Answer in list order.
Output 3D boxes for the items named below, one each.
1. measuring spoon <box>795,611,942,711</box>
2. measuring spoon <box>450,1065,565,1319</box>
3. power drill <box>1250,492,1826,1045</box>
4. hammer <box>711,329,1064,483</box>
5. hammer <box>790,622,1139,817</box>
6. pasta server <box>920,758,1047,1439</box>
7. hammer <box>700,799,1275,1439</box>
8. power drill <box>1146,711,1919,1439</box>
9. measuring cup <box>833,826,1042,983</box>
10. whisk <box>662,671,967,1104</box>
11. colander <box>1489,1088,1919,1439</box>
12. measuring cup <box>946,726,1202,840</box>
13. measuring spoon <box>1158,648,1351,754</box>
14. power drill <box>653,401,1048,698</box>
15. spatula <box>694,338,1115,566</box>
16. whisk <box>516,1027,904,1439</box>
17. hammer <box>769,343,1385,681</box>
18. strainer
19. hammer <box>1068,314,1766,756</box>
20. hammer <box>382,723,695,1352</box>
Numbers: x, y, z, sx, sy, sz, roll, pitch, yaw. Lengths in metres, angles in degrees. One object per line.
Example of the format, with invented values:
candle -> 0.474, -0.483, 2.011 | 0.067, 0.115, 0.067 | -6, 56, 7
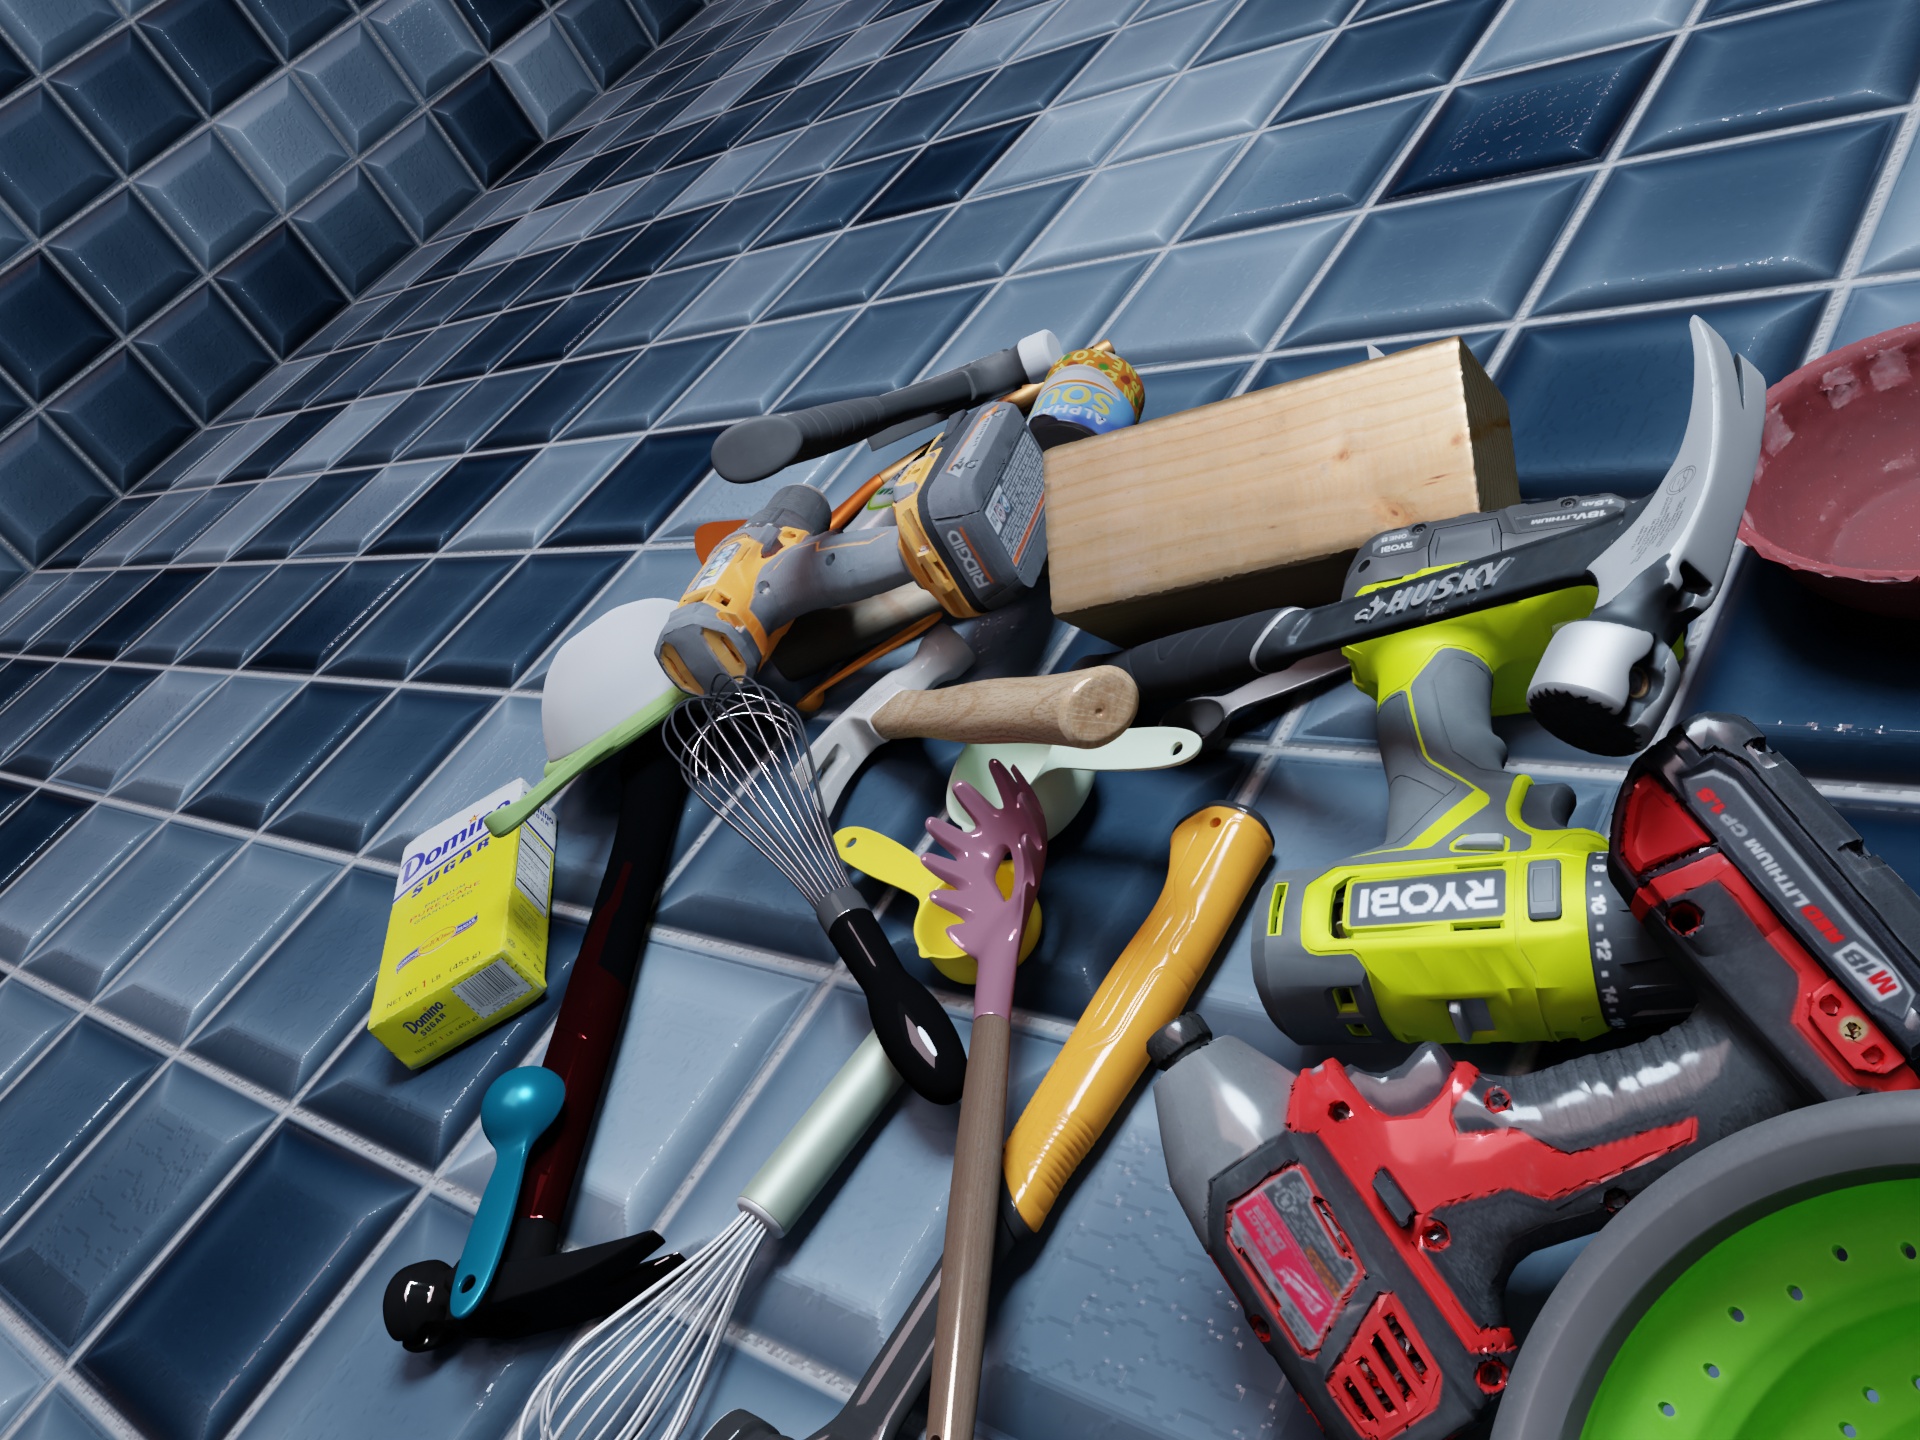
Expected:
measuring spoon -> -0.053, -0.033, 0.931 | 0.117, 0.011, 0.021 | -30, 14, 30
measuring spoon -> -0.207, 0.201, 0.700 | 0.042, 0.021, 0.129 | -20, 34, 16
power drill -> 0.218, 0.019, 0.597 | 0.190, 0.080, 0.229 | -8, 42, 28
hammer -> -0.055, -0.182, 0.953 | 0.146, 0.035, 0.335 | -17, 10, 26
hammer -> -0.001, -0.002, 0.749 | 0.130, 0.031, 0.331 | -43, 12, -14
pasta server -> 0.004, 0.133, 0.604 | 0.060, 0.040, 0.316 | -34, 28, 29
hammer -> 0.038, 0.162, 0.602 | 0.127, 0.034, 0.337 | 5, 49, 45
power drill -> 0.165, 0.103, 0.471 | 0.219, 0.078, 0.143 | -38, 64, 9
measuring cup -> -0.016, 0.083, 0.761 | 0.062, 0.029, 0.157 | -44, 32, -16
whisk -> -0.065, 0.068, 0.729 | 0.070, 0.070, 0.285 | -36, 47, -3
colander -> 0.165, 0.227, 0.376 | 0.397, 0.094, 0.205 | -33, 36, 34
measuring cup -> 0.059, 0.024, 0.730 | 0.167, 0.038, 0.083 | -6, 53, 53
measuring spoon -> 0.153, -0.012, 0.753 | 0.124, 0.018, 0.034 | -24, 32, 3
power drill -> -0.055, -0.107, 0.924 | 0.226, 0.084, 0.185 | -17, 29, 29
spatula -> -0.037, -0.186, 1.113 | 0.322, 0.041, 0.081 | -30, 32, 3
whisk -> -0.085, 0.208, 0.641 | 0.058, 0.059, 0.246 | 25, 56, 26
hammer -> 0.062, -0.106, 0.929 | 0.410, 0.038, 0.146 | -17, 35, 25
strainer -> -0.224, -0.011, 0.942 | 0.151, 0.069, 0.256 | -29, 12, 24
hammer -> 0.140, -0.040, 0.632 | 0.149, 0.036, 0.409 | -59, 15, -17
hammer -> -0.173, 0.130, 0.821 | 0.143, 0.038, 0.387 | -19, 35, 19
